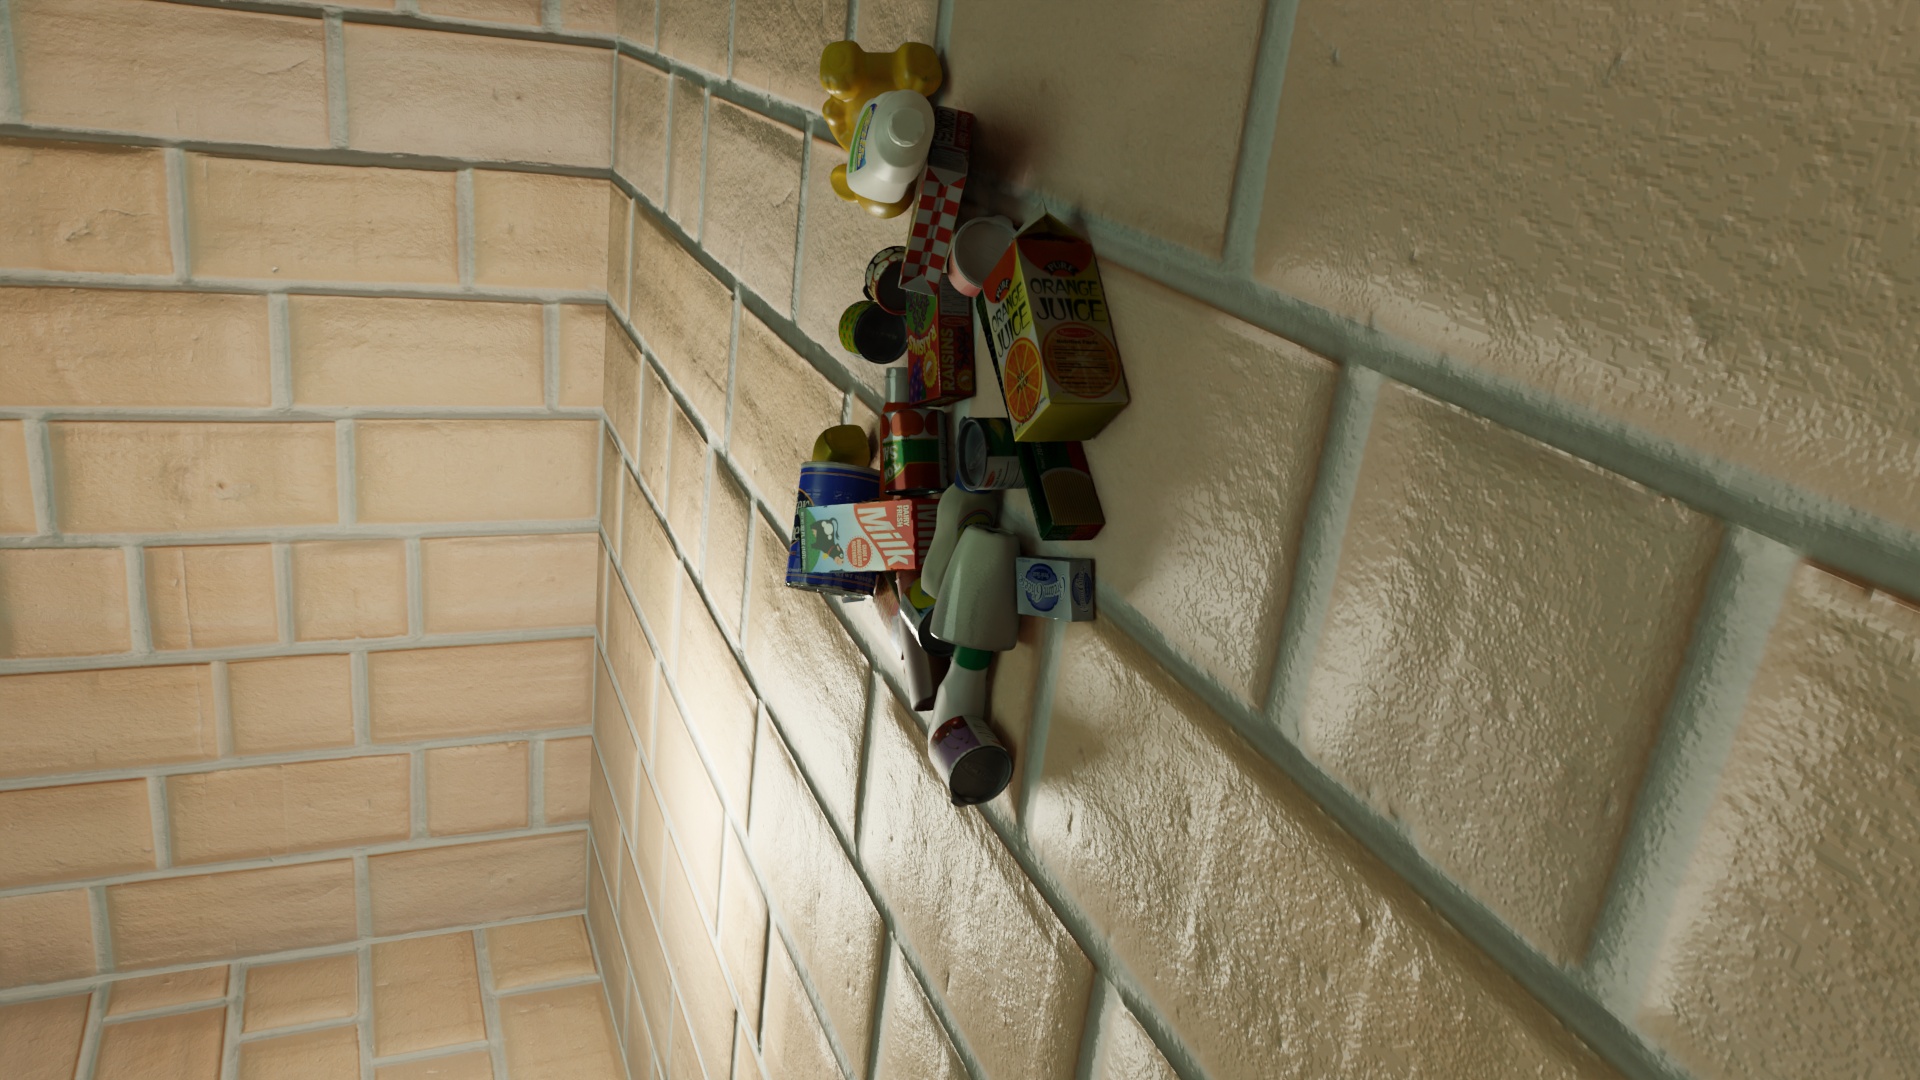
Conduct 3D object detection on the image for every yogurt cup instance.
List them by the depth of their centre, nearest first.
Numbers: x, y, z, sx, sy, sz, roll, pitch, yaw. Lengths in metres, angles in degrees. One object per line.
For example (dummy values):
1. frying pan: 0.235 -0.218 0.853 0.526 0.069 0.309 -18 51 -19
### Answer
1. yogurt cup: 0.020 -0.256 1.271 0.054 0.072 0.072 159 108 -73

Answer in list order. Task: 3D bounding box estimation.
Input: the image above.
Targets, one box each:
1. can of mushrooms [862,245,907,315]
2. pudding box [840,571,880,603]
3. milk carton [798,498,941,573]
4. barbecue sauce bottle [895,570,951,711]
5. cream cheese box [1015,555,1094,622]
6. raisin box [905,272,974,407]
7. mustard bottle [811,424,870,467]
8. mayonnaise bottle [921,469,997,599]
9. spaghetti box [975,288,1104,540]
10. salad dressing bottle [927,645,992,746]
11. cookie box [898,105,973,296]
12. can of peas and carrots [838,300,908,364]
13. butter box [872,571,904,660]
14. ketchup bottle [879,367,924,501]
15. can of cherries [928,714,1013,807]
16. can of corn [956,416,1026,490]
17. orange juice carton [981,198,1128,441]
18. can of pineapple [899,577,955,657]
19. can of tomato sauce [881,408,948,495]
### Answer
1. can of mushrooms: -0.066 -0.270 1.452 0.033 0.071 0.070 -128 42 -51
2. pudding box: -0.121 0.036 1.650 0.083 0.030 0.050 129 133 -56
3. milk carton: -0.070 -0.004 1.426 0.190 0.073 0.072 -2 89 34
4. barbecue sauce bottle: -0.039 0.100 1.454 0.064 0.044 0.149 135 129 -58
5. cream cheese box: 0.081 0.041 1.201 0.103 0.024 0.053 -178 85 -66
6. raisin box: -0.021 -0.200 1.396 0.086 0.040 0.123 175 94 -65
7. mustard bottle: -0.152 -0.077 1.673 0.159 0.065 0.049 116 140 -53
8. mayonnaise bottle: 0.005 -0.017 1.326 0.041 0.065 0.147 35 120 48
9. spaghetti box: 0.065 -0.115 1.193 0.028 0.050 0.251 128 135 -53
10. salad dressing bottle: 0.003 0.147 1.363 0.064 0.044 0.147 -123 39 -52
11. cookie box: -0.023 -0.325 1.316 0.168 0.040 0.122 -86 10 -55
12. can of peas and carrots: -0.095 -0.232 1.526 0.059 0.071 0.070 -151 62 -63
13. butter box: -0.067 0.080 1.539 0.104 0.024 0.052 -121 37 -47
14. ketchup bottle: -0.063 -0.111 1.491 0.064 0.043 0.148 -169 79 -64
15. can of cherries: 0.007 0.210 1.325 0.058 0.071 0.071 -132 45 -55
16. can of corn: 0.035 -0.081 1.254 0.071 0.058 0.071 179 89 -66
17. orange juice carton: 0.072 -0.182 1.144 0.071 0.073 0.193 133 131 -58
18. can of pineapple: -0.019 0.074 1.383 0.058 0.071 0.070 -130 44 -55
19. can of tomato sauce: -0.049 -0.090 1.427 0.071 0.071 0.083 169 98 -66
